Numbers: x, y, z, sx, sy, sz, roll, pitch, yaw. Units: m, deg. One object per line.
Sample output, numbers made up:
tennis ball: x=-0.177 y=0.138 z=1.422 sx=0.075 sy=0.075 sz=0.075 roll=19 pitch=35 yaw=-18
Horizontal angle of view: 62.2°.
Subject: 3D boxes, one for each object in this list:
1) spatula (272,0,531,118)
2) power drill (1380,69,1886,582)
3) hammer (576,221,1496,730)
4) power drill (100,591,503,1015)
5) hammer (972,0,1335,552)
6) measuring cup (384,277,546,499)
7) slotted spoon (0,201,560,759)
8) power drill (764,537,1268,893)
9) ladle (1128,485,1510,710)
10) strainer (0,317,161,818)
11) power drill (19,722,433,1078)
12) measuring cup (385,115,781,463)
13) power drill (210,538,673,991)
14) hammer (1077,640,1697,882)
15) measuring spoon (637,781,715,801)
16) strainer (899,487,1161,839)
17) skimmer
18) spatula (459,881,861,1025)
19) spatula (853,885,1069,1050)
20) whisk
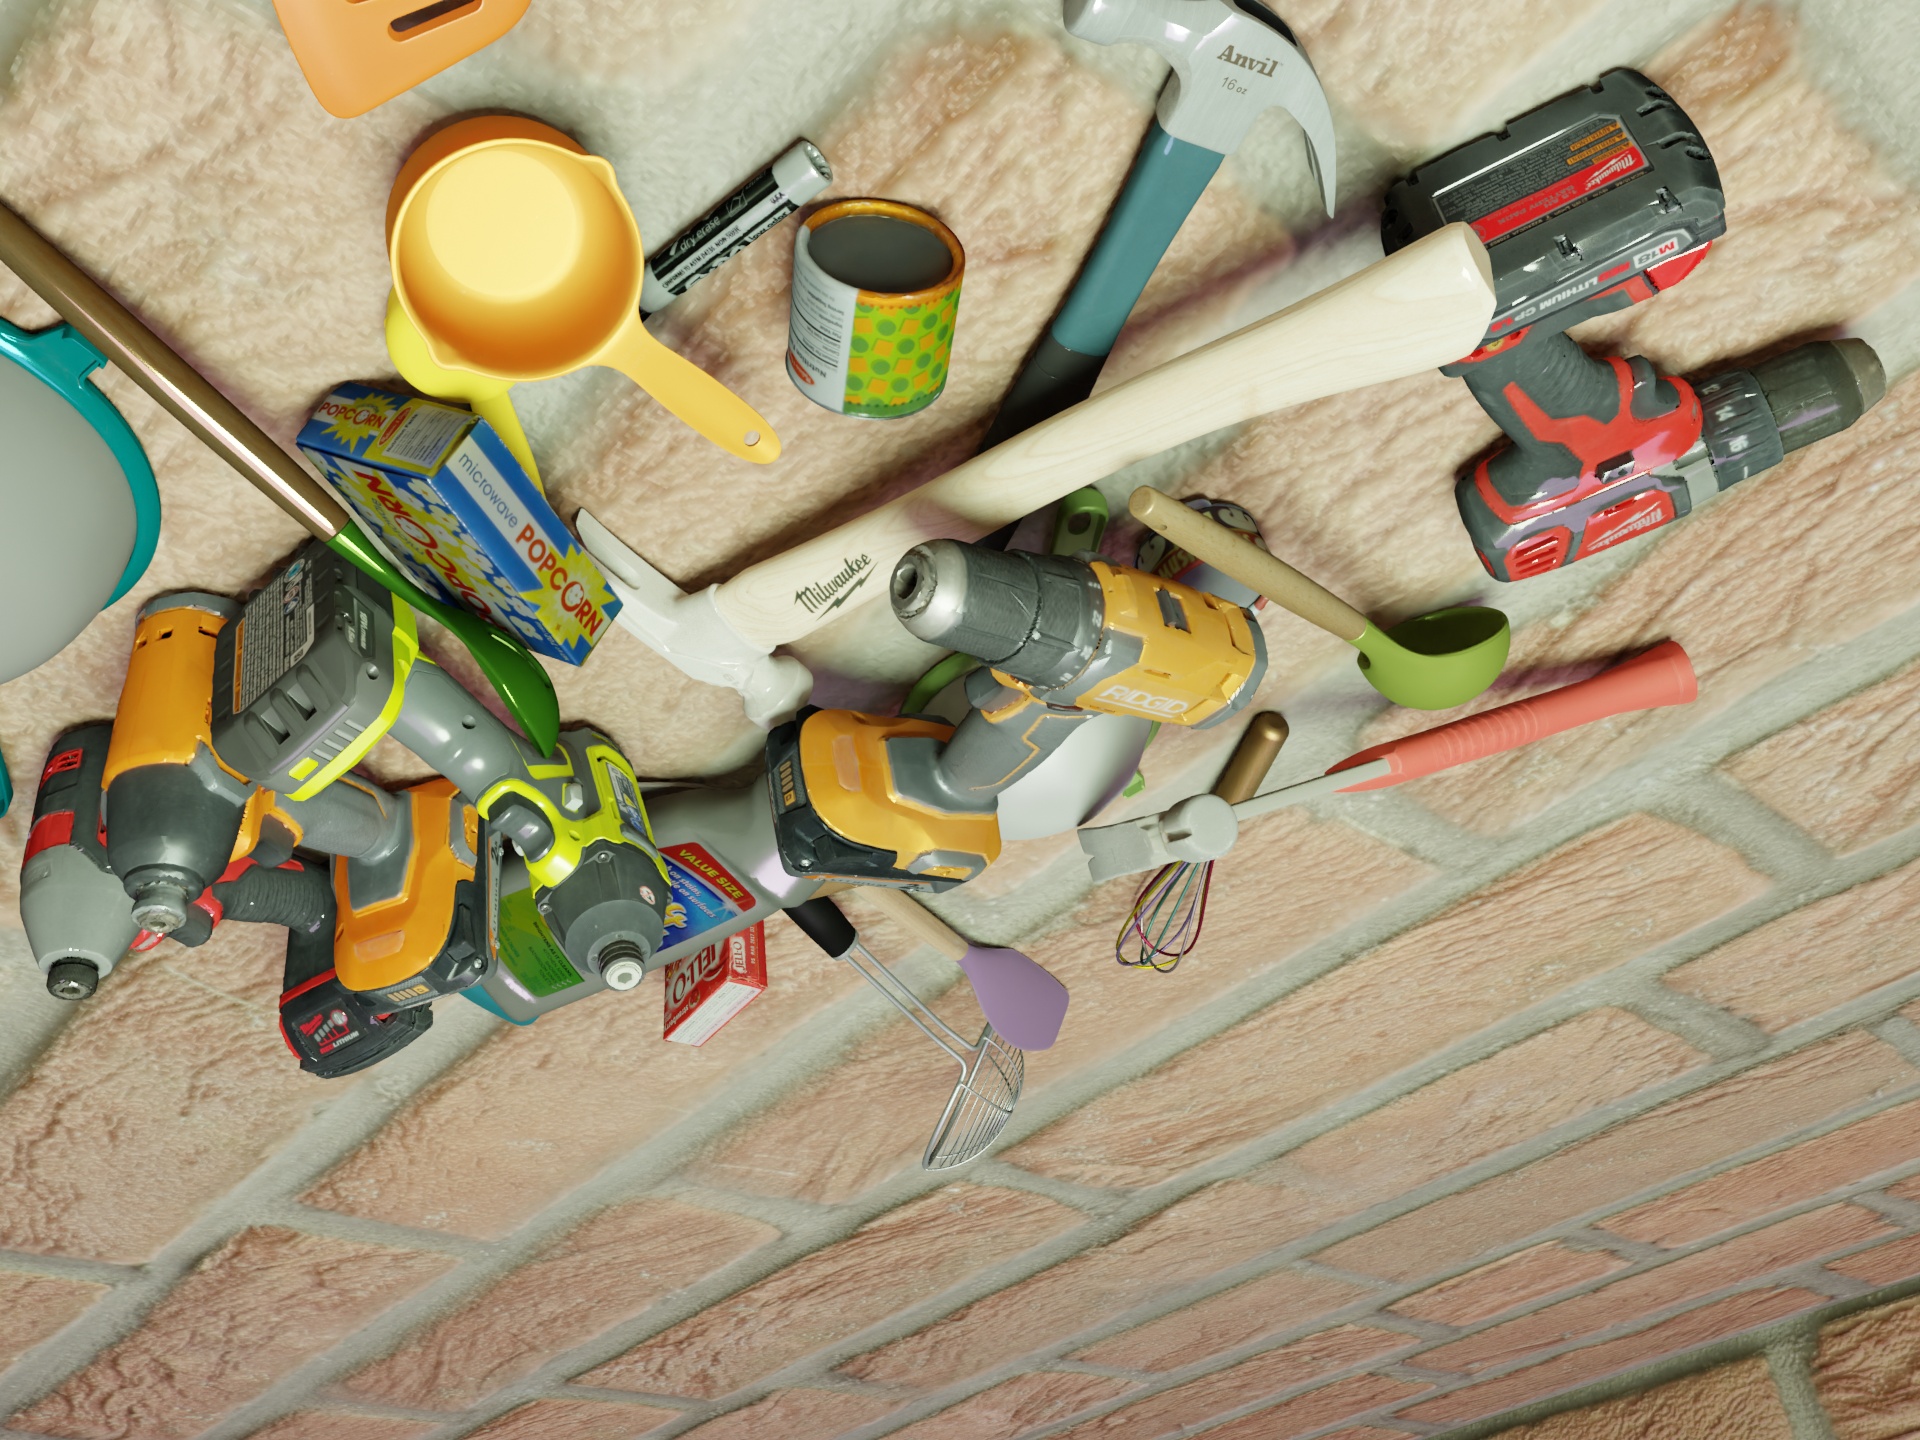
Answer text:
spatula: x=-0.056 y=-0.255 z=0.519 sx=0.322 sy=0.041 sz=0.081 roll=-6 pitch=142 yaw=-4
power drill: x=0.291 y=-0.160 z=0.680 sx=0.188 sy=0.080 sz=0.226 roll=-23 pitch=143 yaw=18
hammer: x=0.016 y=-0.105 z=0.665 sx=0.410 sy=0.038 sz=0.146 roll=-21 pitch=135 yaw=32
power drill: x=-0.321 y=0.062 z=0.780 sx=0.084 sy=0.164 sz=0.226 roll=-19 pitch=143 yaw=13
hammer: x=0.044 y=-0.152 z=0.677 sx=0.128 sy=0.033 sz=0.330 roll=10 pitch=139 yaw=-20
measuring cup: x=-0.198 y=-0.121 z=0.672 sx=0.062 sy=0.029 sz=0.156 roll=-6 pitch=140 yaw=-2
slotted spoon: x=-0.270 y=-0.095 z=0.638 sx=0.031 sy=0.070 sz=0.313 roll=-48 pitch=120 yaw=-9
power drill: x=-0.001 y=-0.002 z=0.716 sx=0.185 sy=0.084 sz=0.226 roll=12 pitch=145 yaw=-40
ladle: x=0.170 y=-0.062 z=0.737 sx=0.078 sy=0.062 sz=0.320 roll=-8 pitch=163 yaw=38
strainer: x=-0.461 y=-0.032 z=0.685 sx=0.211 sy=0.095 sz=0.340 roll=4 pitch=139 yaw=-16
power drill: x=-0.386 y=0.106 z=0.842 sx=0.078 sy=0.143 sz=0.219 roll=-27 pitch=141 yaw=18
measuring cup: x=-0.137 y=-0.156 z=0.606 sx=0.095 sy=0.052 sz=0.173 roll=-47 pitch=132 yaw=11
power drill: x=-0.228 y=0.026 z=0.741 sx=0.080 sy=0.171 sz=0.223 roll=-40 pitch=129 yaw=7
hammer: x=0.243 y=0.020 z=0.858 sx=0.359 sy=0.037 sz=0.149 roll=-16 pitch=175 yaw=-18
measuring spoon: x=-0.198 y=0.034 z=0.891 sx=0.124 sy=0.018 sz=0.034 roll=3 pitch=147 yaw=-25
strainer: x=0.049 y=-0.009 z=0.831 sx=0.151 sy=0.069 sz=0.256 roll=-1 pitch=143 yaw=-9
skimmer: x=-0.063 y=0.179 z=1.058 sx=0.090 sy=0.127 sz=0.362 roll=2 pitch=142 yaw=43
spatula: x=-0.178 y=0.128 z=0.960 sx=0.317 sy=0.044 sz=0.082 roll=-16 pitch=137 yaw=30
spatula: x=-0.016 y=0.142 z=1.041 sx=0.018 sy=0.060 sz=0.315 roll=3 pitch=151 yaw=42
whisk: x=0.153 y=0.083 z=0.994 sx=0.047 sy=0.051 sz=0.244 roll=28 pitch=134 yaw=9
